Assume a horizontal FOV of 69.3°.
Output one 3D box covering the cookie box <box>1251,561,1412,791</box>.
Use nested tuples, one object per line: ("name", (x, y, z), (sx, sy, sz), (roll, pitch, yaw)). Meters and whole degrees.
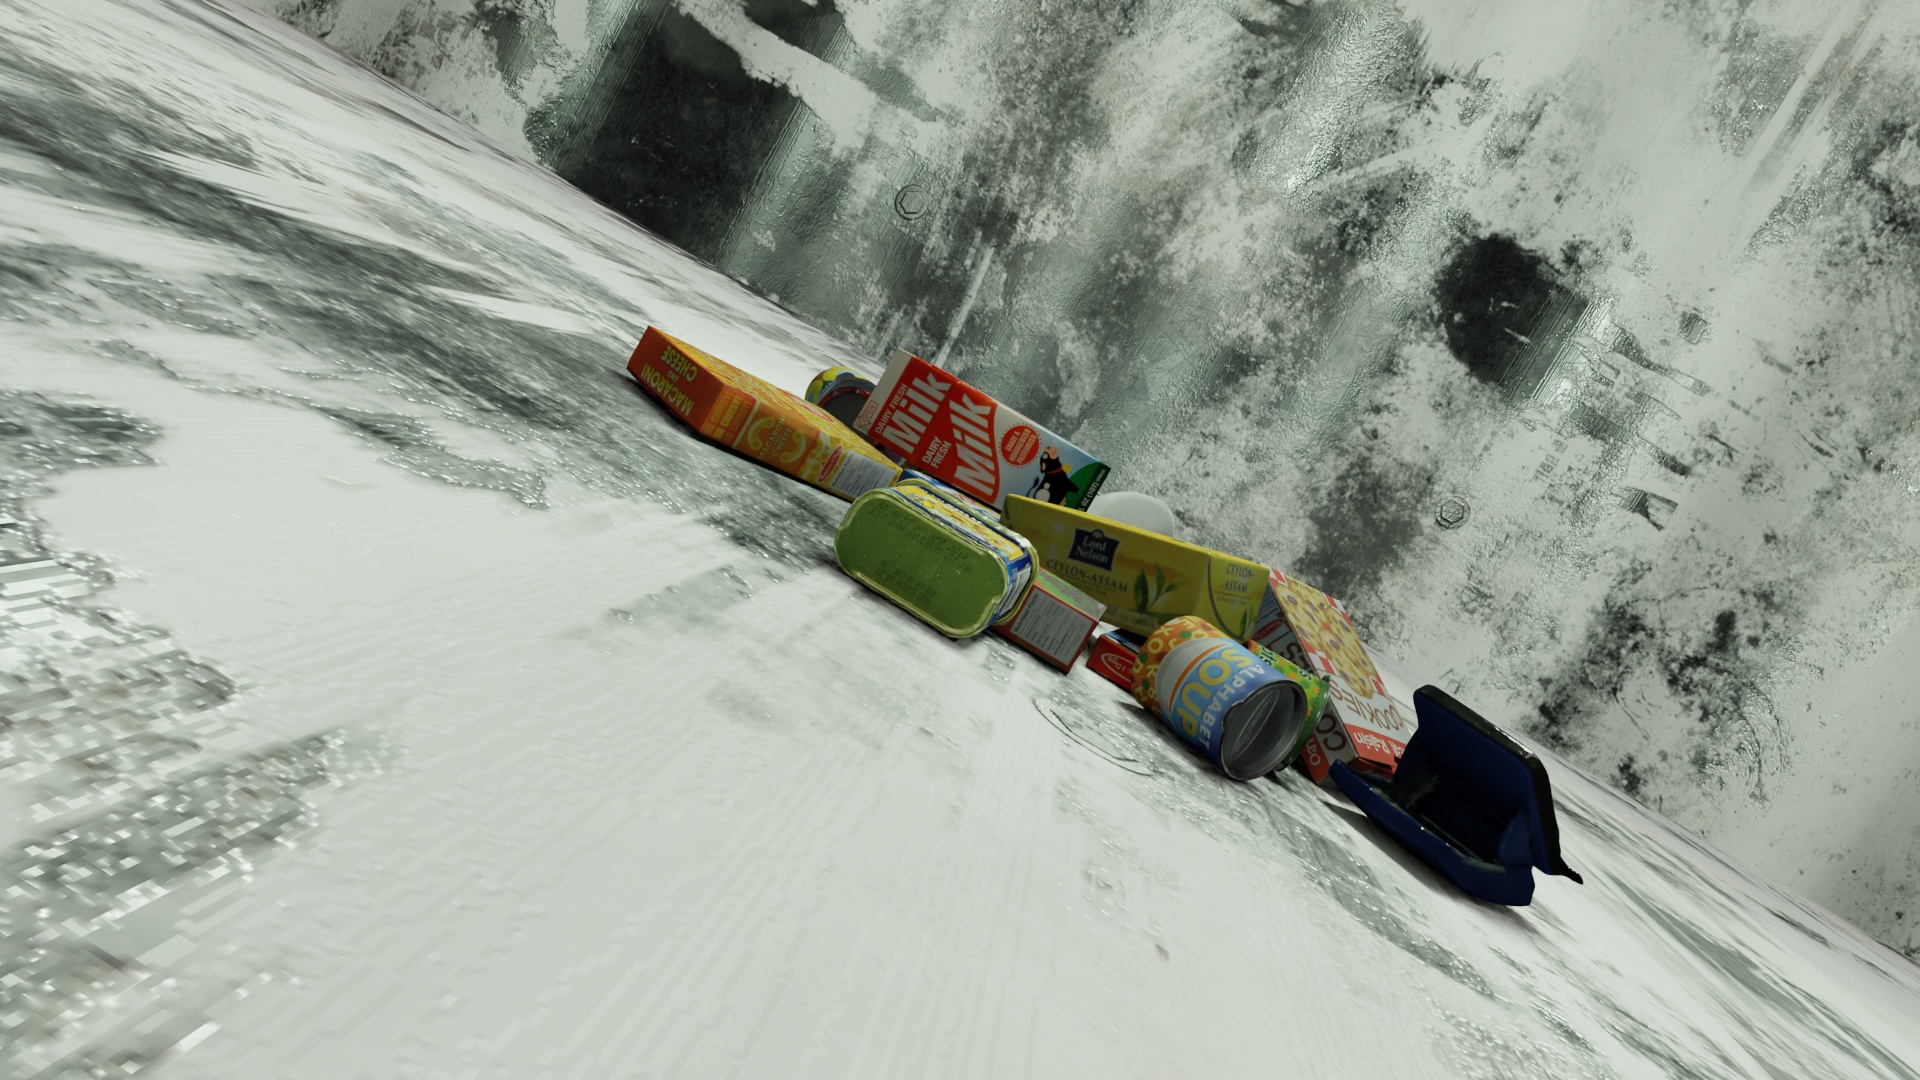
("cookie box", (0.268, 0.105, 1.008), (0.123, 0.040, 0.168), (22, 38, -44))

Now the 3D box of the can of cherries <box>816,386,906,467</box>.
("can of cherries", (-0.079, -0.089, 1.119), (0.071, 0.071, 0.058), (33, 8, 26))

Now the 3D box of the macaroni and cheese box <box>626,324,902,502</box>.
("macaroni and cheese box", (-0.138, -0.085, 0.982), (0.166, 0.040, 0.124), (23, 10, -44))

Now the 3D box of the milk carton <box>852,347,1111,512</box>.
("milk carton", (0.013, -0.075, 1.077), (0.190, 0.072, 0.073), (28, 7, -25))

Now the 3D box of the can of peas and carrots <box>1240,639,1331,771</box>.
("can of peas and carrots", (0.195, 0.103, 0.889), (0.059, 0.071, 0.071), (30, 7, 2))

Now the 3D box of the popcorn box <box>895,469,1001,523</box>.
("popcorn box", (0.004, -0.013, 1.059), (0.085, 0.038, 0.127), (33, 8, 17))

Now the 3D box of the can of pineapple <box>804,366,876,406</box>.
("can of pineapple", (-0.103, -0.121, 1.246), (0.071, 0.071, 0.058), (27, 7, -24))

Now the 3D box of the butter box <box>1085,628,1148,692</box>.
("butter box", (0.118, 0.081, 0.920), (0.053, 0.024, 0.103), (31, 7, 13))

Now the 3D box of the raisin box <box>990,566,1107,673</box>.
("raisin box", (0.027, 0.029, 0.859), (0.123, 0.040, 0.086), (30, 8, 7))

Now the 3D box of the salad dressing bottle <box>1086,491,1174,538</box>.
("salad dressing bottle", (0.107, -0.009, 1.184), (0.148, 0.064, 0.044), (-2, 3, -18))

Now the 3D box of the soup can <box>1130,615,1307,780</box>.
("soup can", (0.149, 0.090, 0.815), (0.071, 0.071, 0.084), (24, 9, -41))

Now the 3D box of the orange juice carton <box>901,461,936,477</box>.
("orange juice carton", (0.005, -0.064, 1.262), (0.072, 0.073, 0.193), (29, 8, -18))
